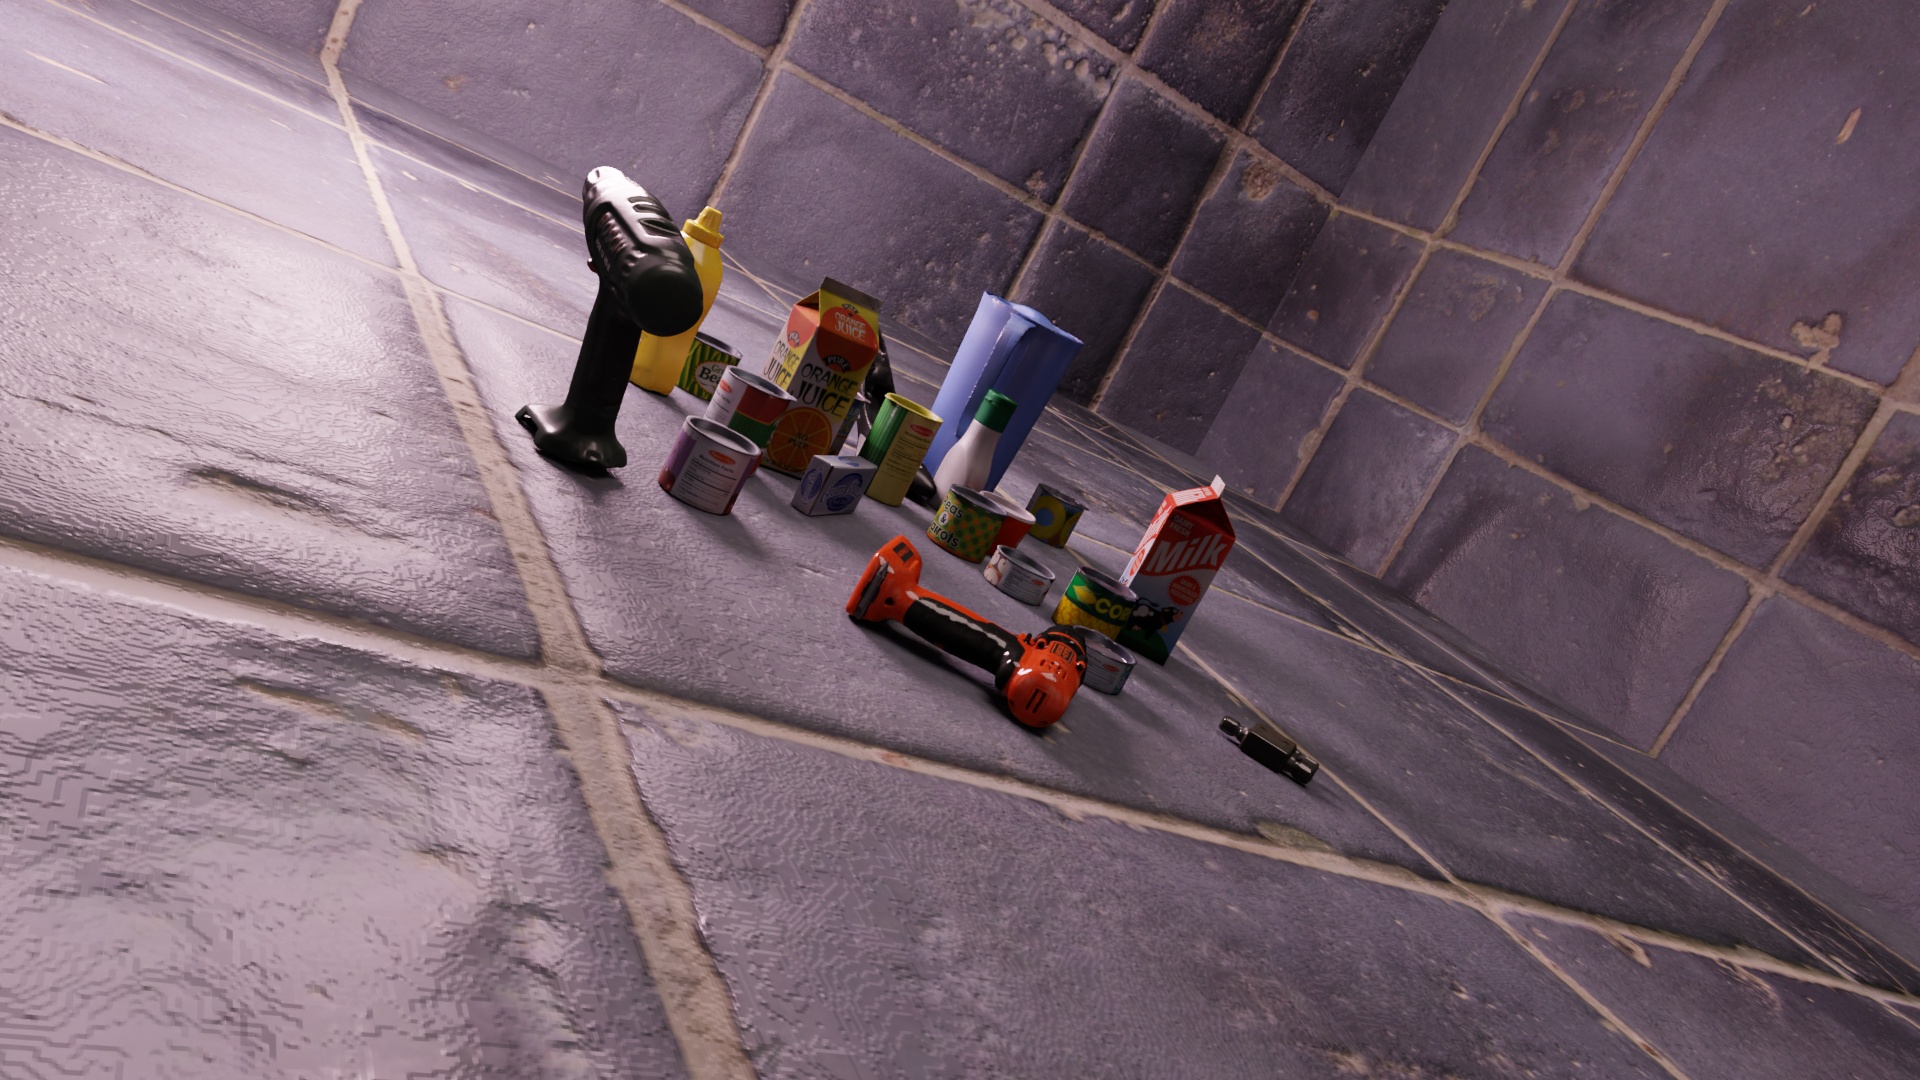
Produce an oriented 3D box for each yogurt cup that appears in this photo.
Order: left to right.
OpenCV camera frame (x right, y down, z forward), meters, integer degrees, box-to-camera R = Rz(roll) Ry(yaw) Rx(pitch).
[{"bbox_3d":[0.039,-0.015,1.495,0.072,0.054,0.072,27,12,-6],"label":"yogurt cup"}]

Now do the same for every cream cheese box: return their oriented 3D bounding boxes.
[{"bbox_3d":[-0.118,-0.052,1.303,0.024,0.053,0.104,31,12,16],"label":"cream cheese box"}]

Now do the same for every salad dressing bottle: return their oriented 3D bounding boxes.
[{"bbox_3d":[0.015,-0.097,1.561,0.044,0.147,0.064,19,15,-39],"label":"salad dressing bottle"}]

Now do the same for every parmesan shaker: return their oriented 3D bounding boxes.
[{"bbox_3d":[-0.073,-0.097,1.472,0.071,0.103,0.071,27,11,-6],"label":"parmesan shaker"}]

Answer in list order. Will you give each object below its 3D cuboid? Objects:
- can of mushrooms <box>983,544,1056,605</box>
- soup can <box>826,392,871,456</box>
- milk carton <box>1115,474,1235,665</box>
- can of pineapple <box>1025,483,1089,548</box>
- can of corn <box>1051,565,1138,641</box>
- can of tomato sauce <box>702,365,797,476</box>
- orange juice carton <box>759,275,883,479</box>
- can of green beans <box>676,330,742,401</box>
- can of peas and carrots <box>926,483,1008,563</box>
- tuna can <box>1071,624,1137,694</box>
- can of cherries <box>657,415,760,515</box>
[{"bbox_3d":[0.059,0.034,1.381,0.071,0.033,0.071,27,12,-6],"label":"can of mushrooms"},{"bbox_3d":[-0.146,-0.127,1.487,0.071,0.083,0.071,27,11,-6],"label":"soup can"},{"bbox_3d":[0.217,0.022,1.406,0.073,0.190,0.072,27,11,-3],"label":"milk carton"},{"bbox_3d":[0.114,-0.030,1.716,0.071,0.057,0.071,27,12,-6],"label":"can of pineapple"},{"bbox_3d":[0.132,0.066,1.348,0.071,0.058,0.071,27,12,-6],"label":"can of corn"},{"bbox_3d":[-0.202,-0.109,1.287,0.071,0.083,0.071,27,11,-6],"label":"can of tomato sauce"},{"bbox_3d":[-0.146,-0.162,1.368,0.072,0.192,0.073,20,14,-35],"label":"orange juice carton"},{"bbox_3d":[-0.281,-0.191,1.520,0.071,0.057,0.071,27,12,-6],"label":"can of green beans"},{"bbox_3d":[0.005,-0.018,1.420,0.071,0.058,0.071,27,12,-6],"label":"can of peas and carrots"},{"bbox_3d":[0.118,0.104,1.220,0.071,0.032,0.071,27,12,-6],"label":"tuna can"},{"bbox_3d":[-0.206,-0.062,1.136,0.071,0.058,0.071,27,12,-6],"label":"can of cherries"}]
